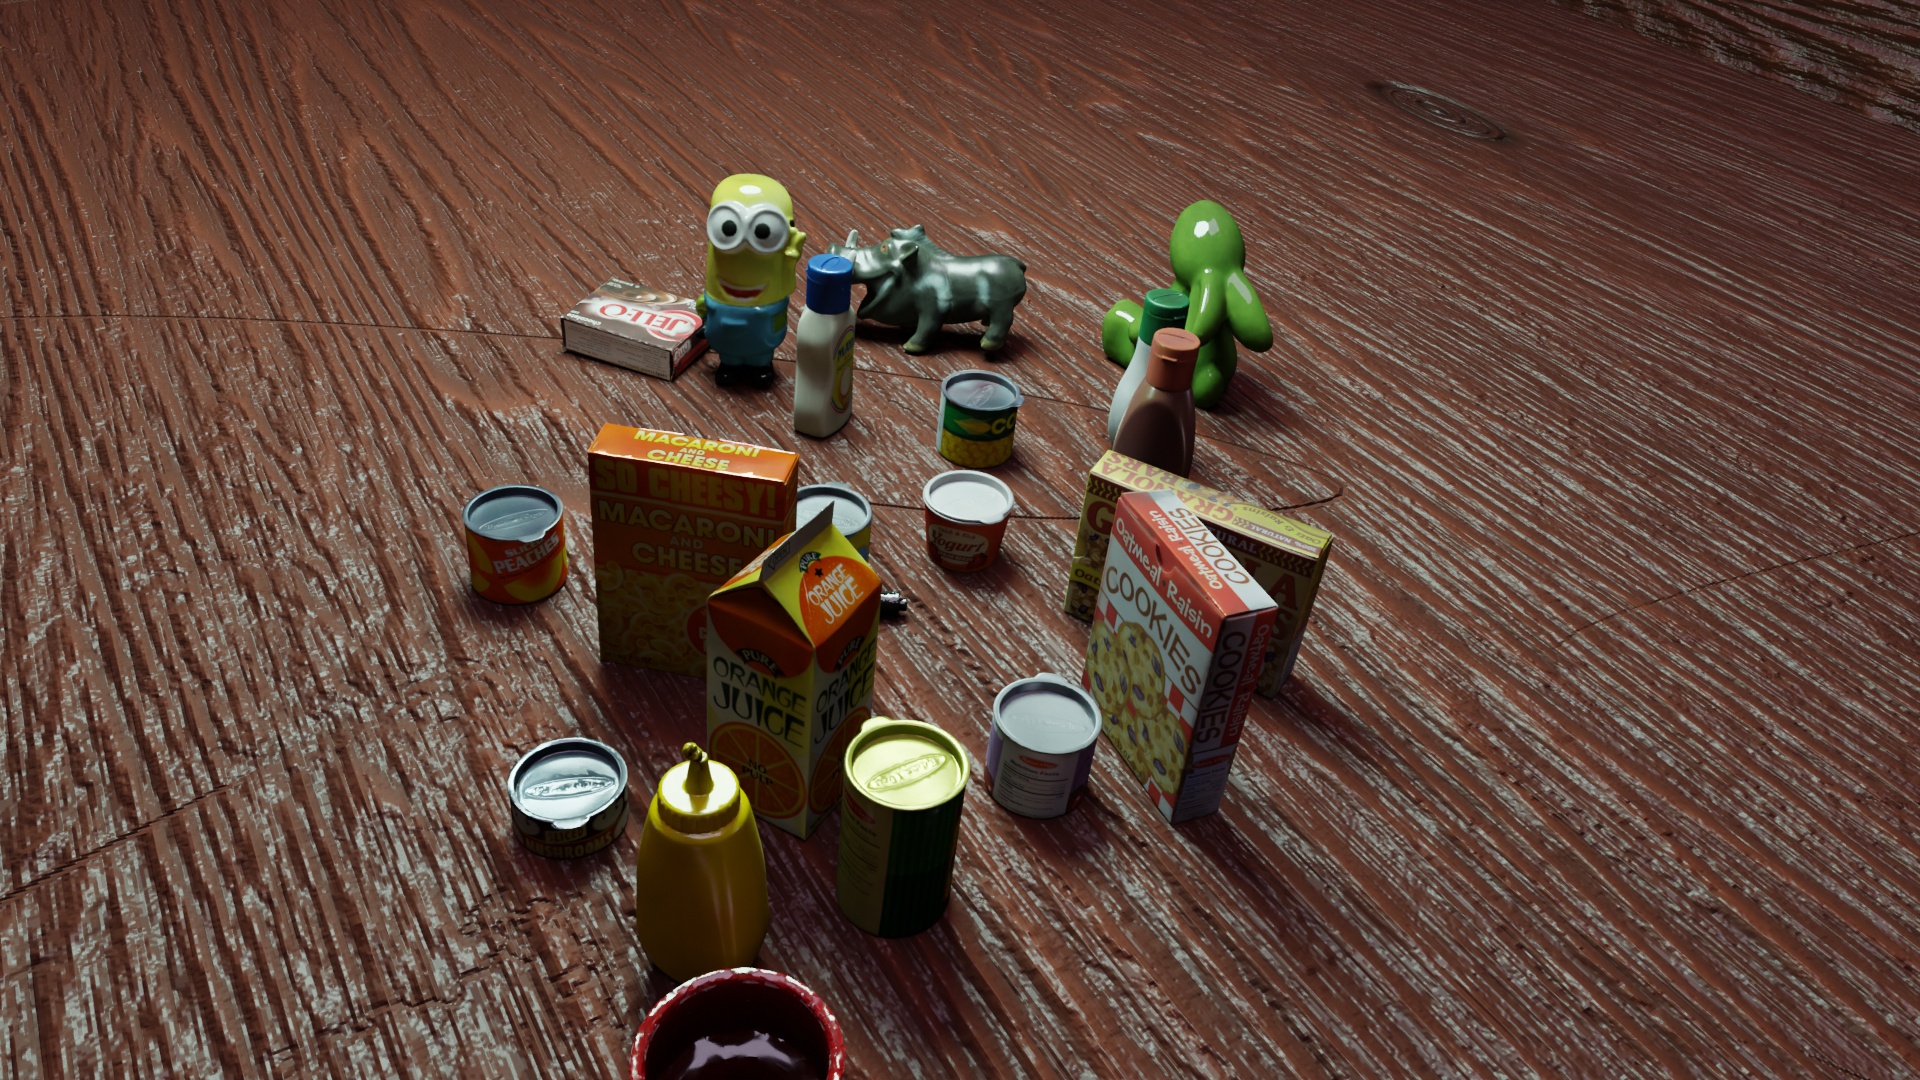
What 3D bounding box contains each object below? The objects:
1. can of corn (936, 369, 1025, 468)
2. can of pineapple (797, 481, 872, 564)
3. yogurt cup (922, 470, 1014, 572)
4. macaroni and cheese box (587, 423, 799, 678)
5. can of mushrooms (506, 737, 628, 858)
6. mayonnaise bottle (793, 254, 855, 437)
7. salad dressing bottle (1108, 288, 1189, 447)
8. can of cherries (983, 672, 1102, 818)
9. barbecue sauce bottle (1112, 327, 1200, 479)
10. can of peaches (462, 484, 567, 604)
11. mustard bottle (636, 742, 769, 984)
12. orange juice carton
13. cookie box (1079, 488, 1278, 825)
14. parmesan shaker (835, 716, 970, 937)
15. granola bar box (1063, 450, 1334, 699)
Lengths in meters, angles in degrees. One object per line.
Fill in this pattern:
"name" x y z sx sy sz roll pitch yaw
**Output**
"can of corn" 0.016 -0.101 1.163 0.071 0.058 0.071 5 36 -3
"can of pineapple" -0.097 0.000 1.004 0.071 0.057 0.071 5 36 -3
"yogurt cup" 0.004 -0.013 1.043 0.072 0.053 0.073 5 36 -3
"macaroni and cheese box" -0.168 0.012 0.883 0.124 0.165 0.040 9 36 3
"can of mushrooms" -0.224 0.149 0.796 0.071 0.033 0.071 5 36 -3
"mayonnaise bottle" -0.111 -0.162 1.148 0.041 0.147 0.065 17 37 14
"salad dressing bottle" 0.161 -0.137 1.162 0.064 0.146 0.044 -14 41 -27
"can of cherries" 0.051 0.126 0.855 0.071 0.058 0.072 5 36 -3
"barbecue sauce bottle" 0.158 -0.095 1.103 0.065 0.147 0.044 18 37 14
"can of peaches" -0.307 0.004 0.962 0.071 0.057 0.071 5 36 -3
"mustard bottle" -0.129 0.158 0.693 0.065 0.159 0.049 18 37 15
"orange juice carton" -0.095 0.070 0.792 0.073 0.191 0.072 22 38 20
"cookie box" 0.127 0.070 0.853 0.040 0.166 0.123 -10 39 -22
"parmesan shaker" -0.034 0.156 0.760 0.071 0.102 0.072 5 36 -3
"granola bar box" 0.159 0.024 0.960 0.166 0.123 0.039 23 38 20
